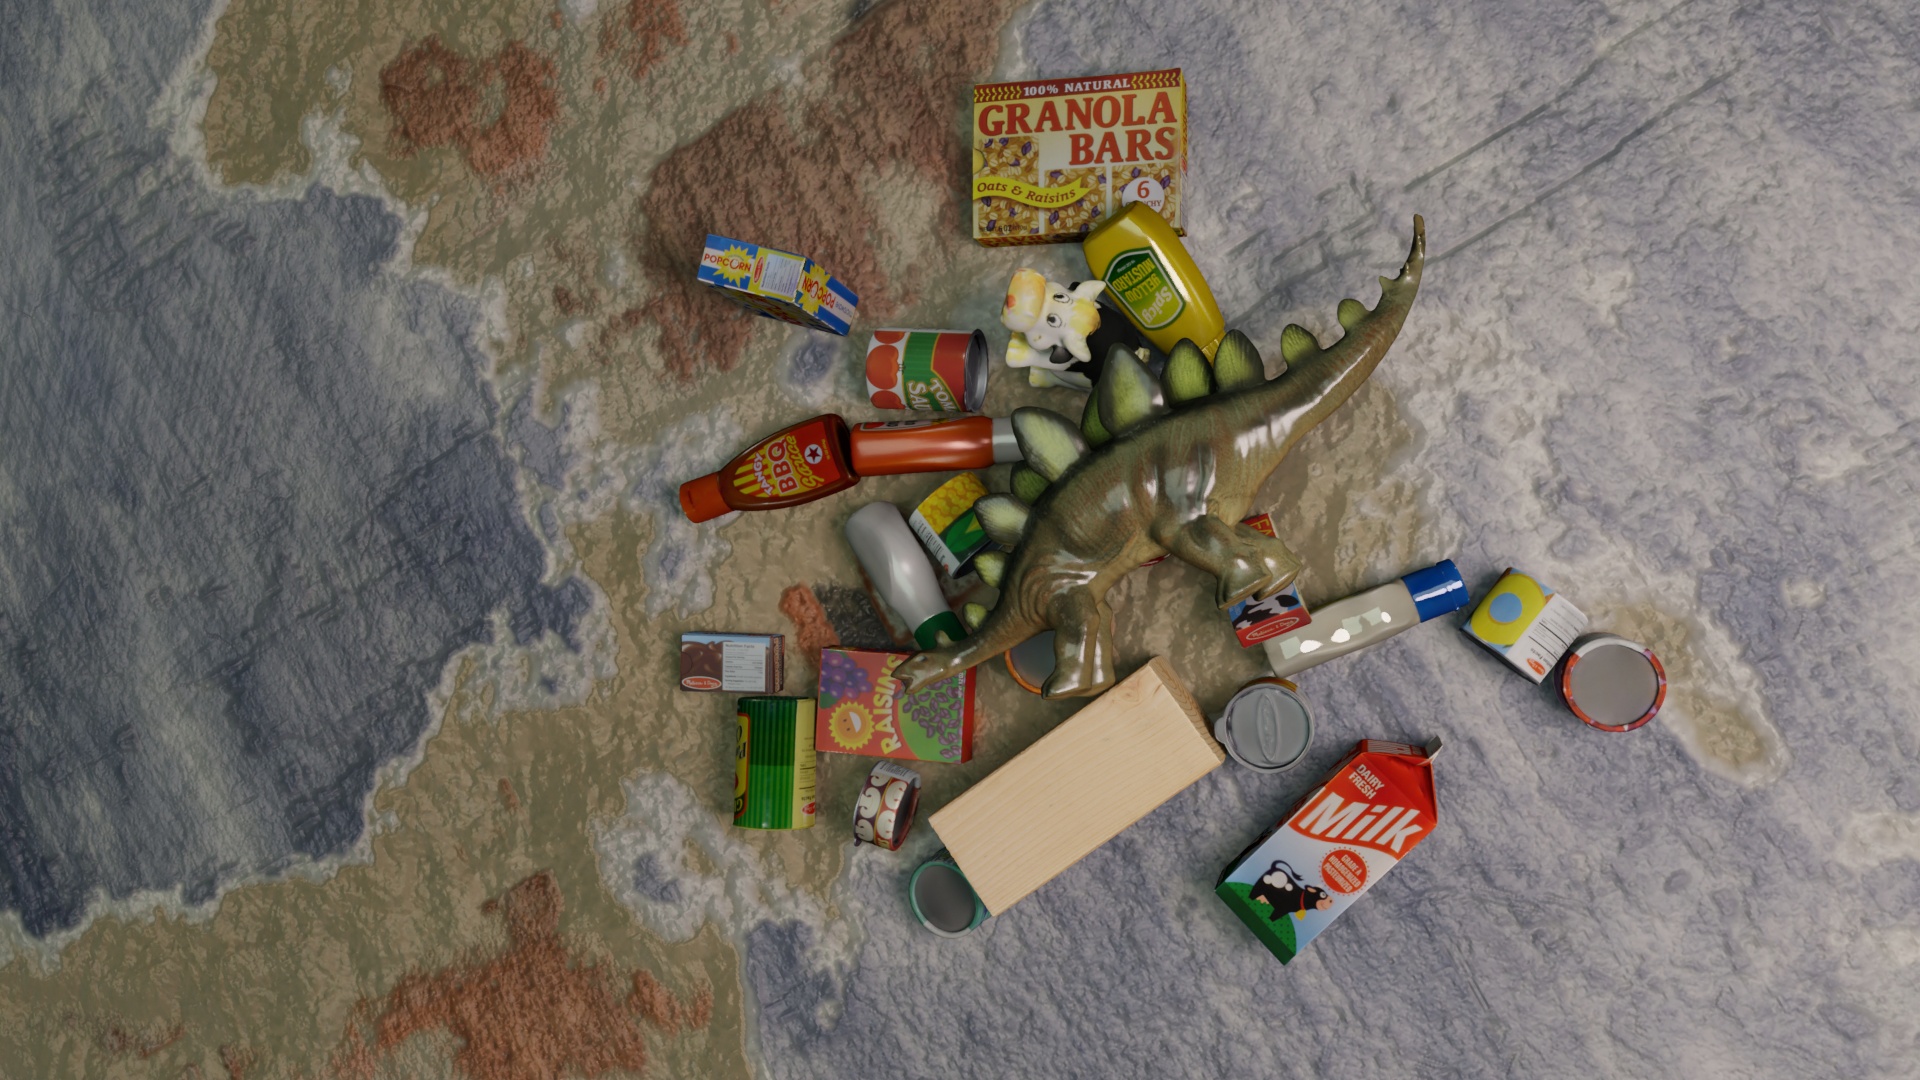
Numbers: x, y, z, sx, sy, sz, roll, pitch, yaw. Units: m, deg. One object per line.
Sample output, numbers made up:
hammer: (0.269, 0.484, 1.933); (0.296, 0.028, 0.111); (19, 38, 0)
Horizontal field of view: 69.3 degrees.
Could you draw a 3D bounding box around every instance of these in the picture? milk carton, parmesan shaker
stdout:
milk carton: (0.279, 0.211, 1.009); (0.073, 0.072, 0.190); (46, 100, 12)
parmesan shaker: (-0.150, 0.179, 1.130); (0.071, 0.071, 0.103); (0, 85, 15)

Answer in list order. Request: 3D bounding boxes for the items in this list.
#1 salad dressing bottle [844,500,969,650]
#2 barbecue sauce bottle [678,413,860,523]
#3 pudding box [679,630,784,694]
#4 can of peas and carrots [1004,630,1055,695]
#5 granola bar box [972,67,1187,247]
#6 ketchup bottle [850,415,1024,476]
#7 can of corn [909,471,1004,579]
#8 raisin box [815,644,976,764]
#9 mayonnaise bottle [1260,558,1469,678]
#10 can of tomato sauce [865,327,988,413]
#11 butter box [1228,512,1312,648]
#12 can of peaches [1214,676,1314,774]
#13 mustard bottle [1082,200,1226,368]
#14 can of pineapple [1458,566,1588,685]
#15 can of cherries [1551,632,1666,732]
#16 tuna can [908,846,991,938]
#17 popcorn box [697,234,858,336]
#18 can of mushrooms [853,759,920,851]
salad dressing bottle: (-0.039, 0.038, 1.093); (0.044, 0.064, 0.148); (-21, 64, -25)
barbecue sauce bottle: (-0.160, -0.053, 1.149); (0.148, 0.044, 0.065); (-18, 85, 15)
pudding box: (-0.191, 0.102, 1.161); (0.084, 0.030, 0.049); (0, 90, 15)
can of peas and carrots: (0.073, 0.087, 1.075); (0.071, 0.059, 0.071); (0, 89, 16)
granola bar box: (0.092, -0.297, 1.087); (0.165, 0.039, 0.124); (0, 89, 15)
ketchup bottle: (-0.010, -0.076, 1.101); (0.149, 0.065, 0.043); (-3, 96, 6)
can of corn: (0.004, -0.014, 1.093); (0.071, 0.071, 0.058); (-41, 79, 11)
raisin box: (-0.052, 0.131, 1.118); (0.123, 0.040, 0.086); (3, 90, 14)
mayonnaise bottle: (0.294, 0.057, 1.016); (0.148, 0.064, 0.041); (-23, 78, 10)
can of tomato sauce: (-0.026, -0.134, 1.101); (0.083, 0.071, 0.071); (4, 90, 16)
butter box: (0.218, 0.028, 1.023); (0.053, 0.024, 0.104); (-23, 40, 14)
can of peaches: (0.227, 0.136, 1.032); (0.071, 0.058, 0.071); (0, 90, 16)
mustard bottle: (0.160, -0.178, 1.049); (0.065, 0.049, 0.160); (-32, 103, 37)
can of pineapple: (0.397, 0.059, 0.984); (0.071, 0.071, 0.058); (38, 95, 13)
can of cherries: (0.453, 0.101, 0.971); (0.071, 0.058, 0.071); (0, 89, 15)
tuna can: (-0.006, 0.275, 1.096); (0.071, 0.033, 0.071); (6, 102, 28)
popcorn box: (-0.143, -0.201, 1.104); (0.085, 0.126, 0.038); (16, 90, 15)
can of mushrooms: (-0.058, 0.213, 1.104); (0.033, 0.071, 0.071); (15, 93, 14)
